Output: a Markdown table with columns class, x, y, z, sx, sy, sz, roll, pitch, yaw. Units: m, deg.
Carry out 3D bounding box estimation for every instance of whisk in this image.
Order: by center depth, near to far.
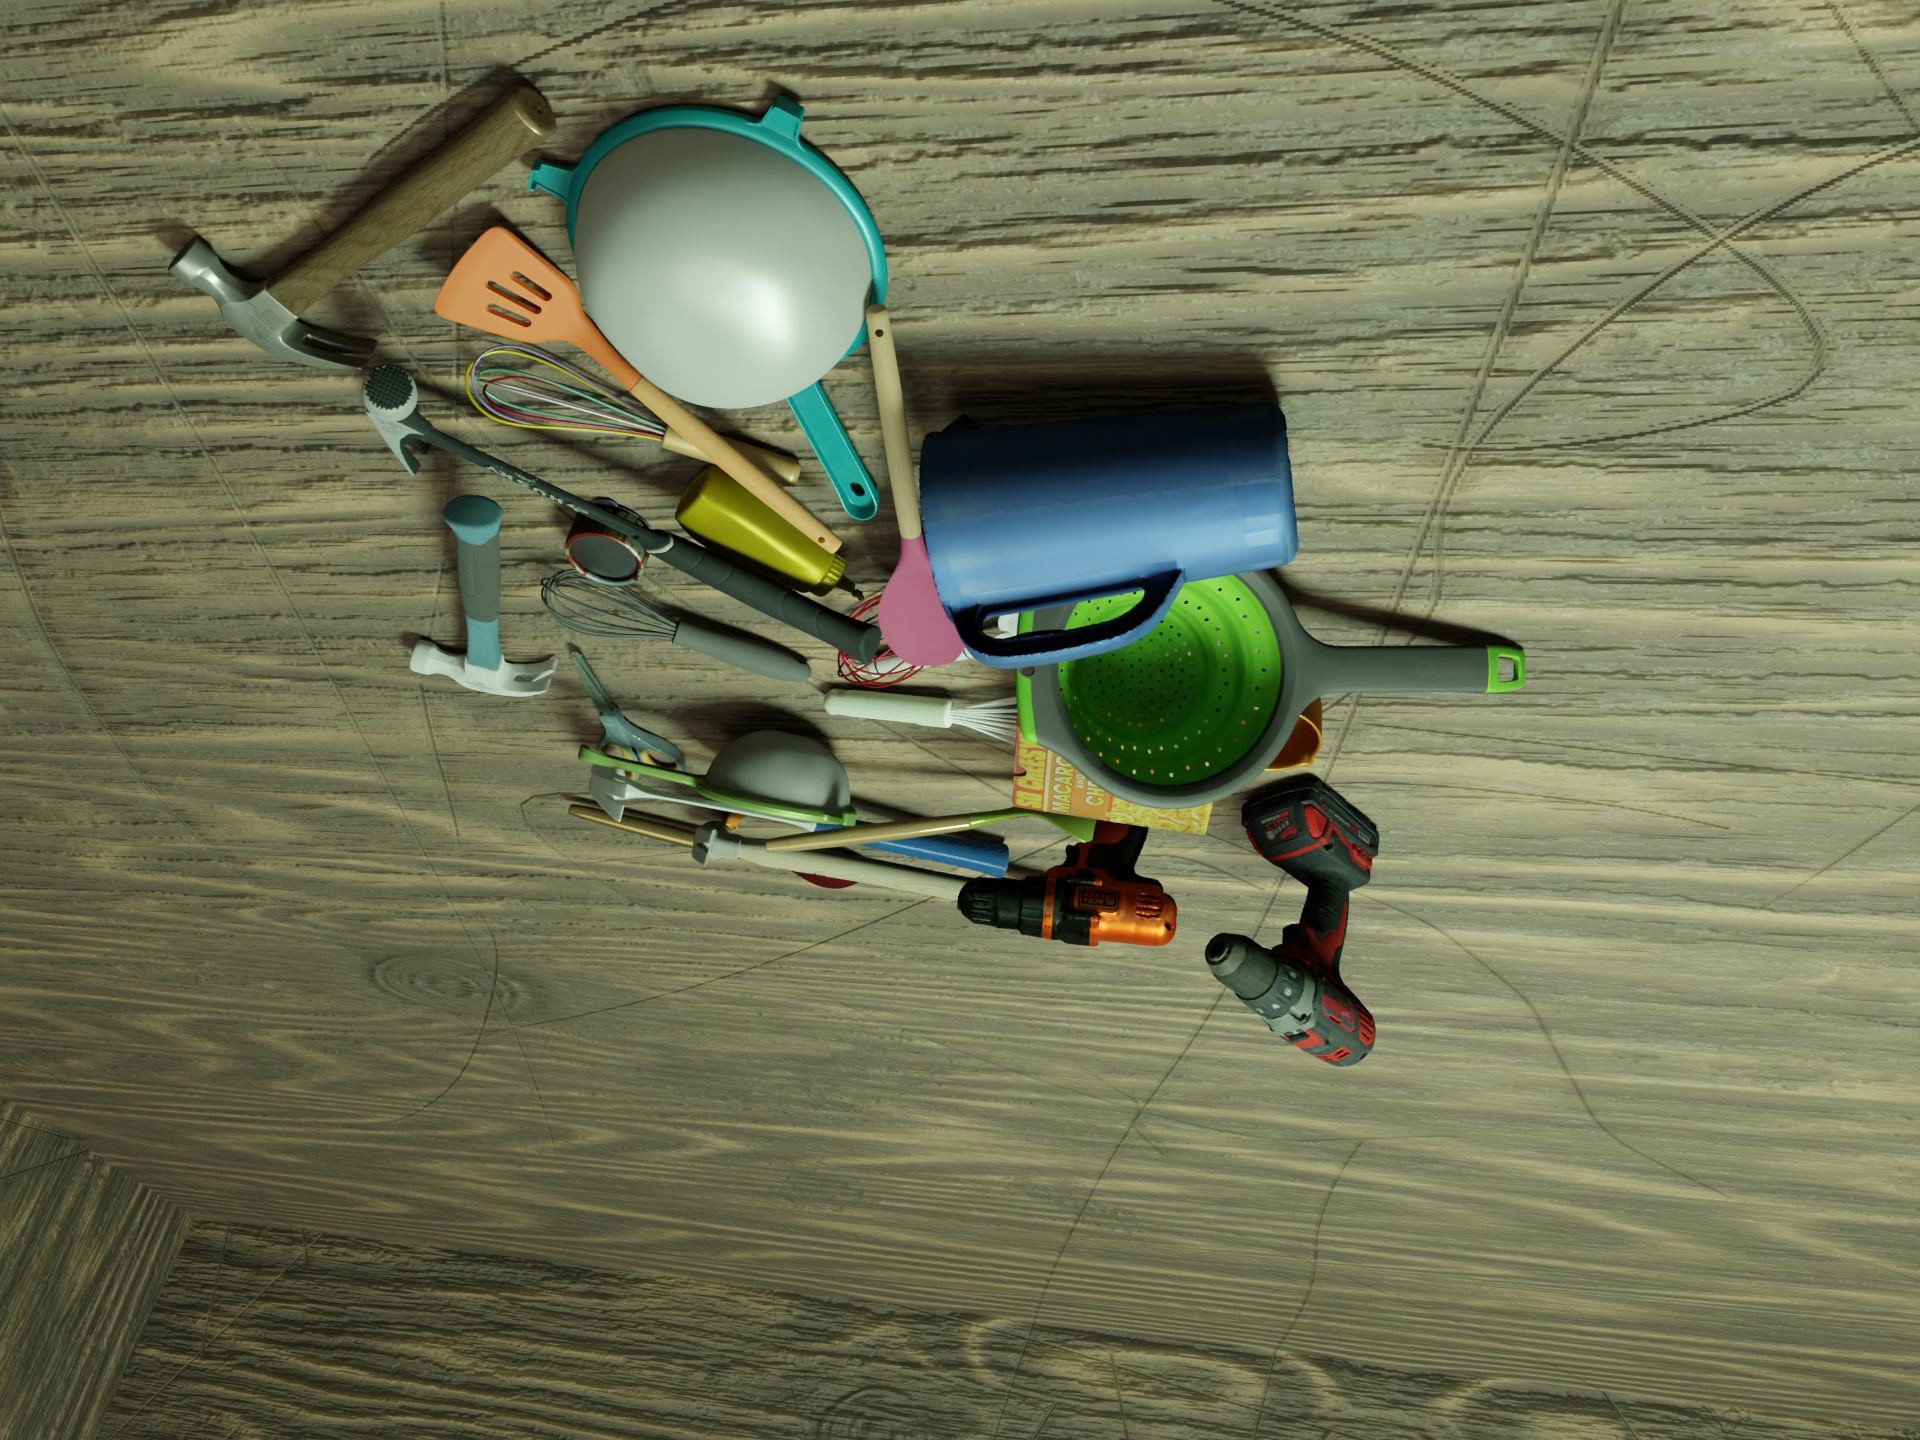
| class | x | y | z | sx | sy | sz | roll | pitch | yaw |
| --- | --- | --- | --- | --- | --- | --- | --- | --- | --- |
| whisk | -0.236 | -0.211 | 1.153 | 0.245 | 0.047 | 0.051 | 16 | 144 | -12 |
| whisk | 0.003 | -0.101 | 1.225 | 0.073 | 0.073 | 0.296 | 35 | 134 | -29 |
| whisk | -0.238 | -0.075 | 1.342 | 0.238 | 0.055 | 0.055 | 18 | 145 | -16 |
| whisk | -0.002 | -0.004 | 1.374 | 0.246 | 0.058 | 0.059 | 6 | 110 | 15 |

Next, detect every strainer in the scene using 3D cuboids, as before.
| class | x | y | z | sx | sy | sz | roll | pitch | yaw |
| --- | --- | --- | --- | --- | --- | --- | --- | --- | --- |
| strainer | -0.135 | -0.230 | 1.049 | 0.211 | 0.095 | 0.340 | -5 | 140 | 22 |
| strainer | 0.017 | -0.060 | 1.296 | 0.258 | 0.050 | 0.086 | -10 | 154 | 34 |
| strainer | -0.213 | 0.034 | 1.443 | 0.256 | 0.069 | 0.151 | 13 | -177 | -10 |

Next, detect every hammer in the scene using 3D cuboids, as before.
| class | x | y | z | sx | sy | sz | roll | pitch | yaw |
| --- | --- | --- | --- | --- | --- | --- | --- | --- | --- |
| hammer | -0.381 | -0.323 | 1.046 | 0.331 | 0.031 | 0.129 | -17 | 135 | 35 |
| hammer | -0.245 | -0.139 | 1.190 | 0.408 | 0.036 | 0.149 | 26 | 167 | -11 |
| hammer | -0.401 | -0.097 | 1.324 | 0.128 | 0.033 | 0.331 | 16 | 156 | -9 |
| hammer | -0.149 | 0.098 | 1.510 | 0.405 | 0.035 | 0.144 | 12 | -175 | -13 |
| hammer | -0.058 | 0.155 | 1.558 | 0.410 | 0.038 | 0.146 | 11 | 178 | -7 |

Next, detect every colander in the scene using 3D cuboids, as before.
| class | x | y | z | sx | sy | sz | roll | pitch | yaw |
| --- | --- | --- | --- | --- | --- | --- | --- | --- | --- |
| colander | 0.228 | -0.039 | 1.212 | 0.397 | 0.204 | 0.094 | 0 | -179 | -10 |

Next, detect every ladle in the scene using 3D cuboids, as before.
| class | x | y | z | sx | sy | sz | roll | pitch | yaw |
| --- | --- | --- | --- | --- | --- | --- | --- | --- | --- |
| ladle | -0.017 | 0.107 | 1.453 | 0.320 | 0.078 | 0.062 | -7 | 101 | -1 |
| ladle | -0.249 | 0.128 | 1.641 | 0.315 | 0.031 | 0.069 | 14 | 155 | -3 |

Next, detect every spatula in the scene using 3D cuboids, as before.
| class | x | y | z | sx | sy | sz | roll | pitch | yaw |
| --- | --- | --- | --- | --- | --- | --- | --- | --- | --- |
| spatula | -0.210 | -0.216 | 1.113 | 0.322 | 0.041 | 0.081 | 38 | 119 | -20 |

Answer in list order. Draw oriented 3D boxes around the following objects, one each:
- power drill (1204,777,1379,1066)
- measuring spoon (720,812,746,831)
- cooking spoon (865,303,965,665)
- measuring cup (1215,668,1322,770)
| class | x | y | z | sx | sy | sz | roll | pitch | yaw |
| --- | --- | --- | --- | --- | --- | --- | --- | --- | --- |
| power drill | 0.284 | 0.164 | 1.364 | 0.187 | 0.227 | 0.080 | 35 | 139 | -30 |
| measuring spoon | -0.215 | 0.081 | 1.587 | 0.021 | 0.011 | 0.117 | 16 | 143 | -23 |
| cooking spoon | -0.038 | -0.153 | 1.122 | 0.069 | 0.017 | 0.318 | -2 | 137 | 5 |
| measuring cup | 0.229 | 0.013 | 1.324 | 0.095 | 0.052 | 0.173 | 26 | 144 | -20 |
